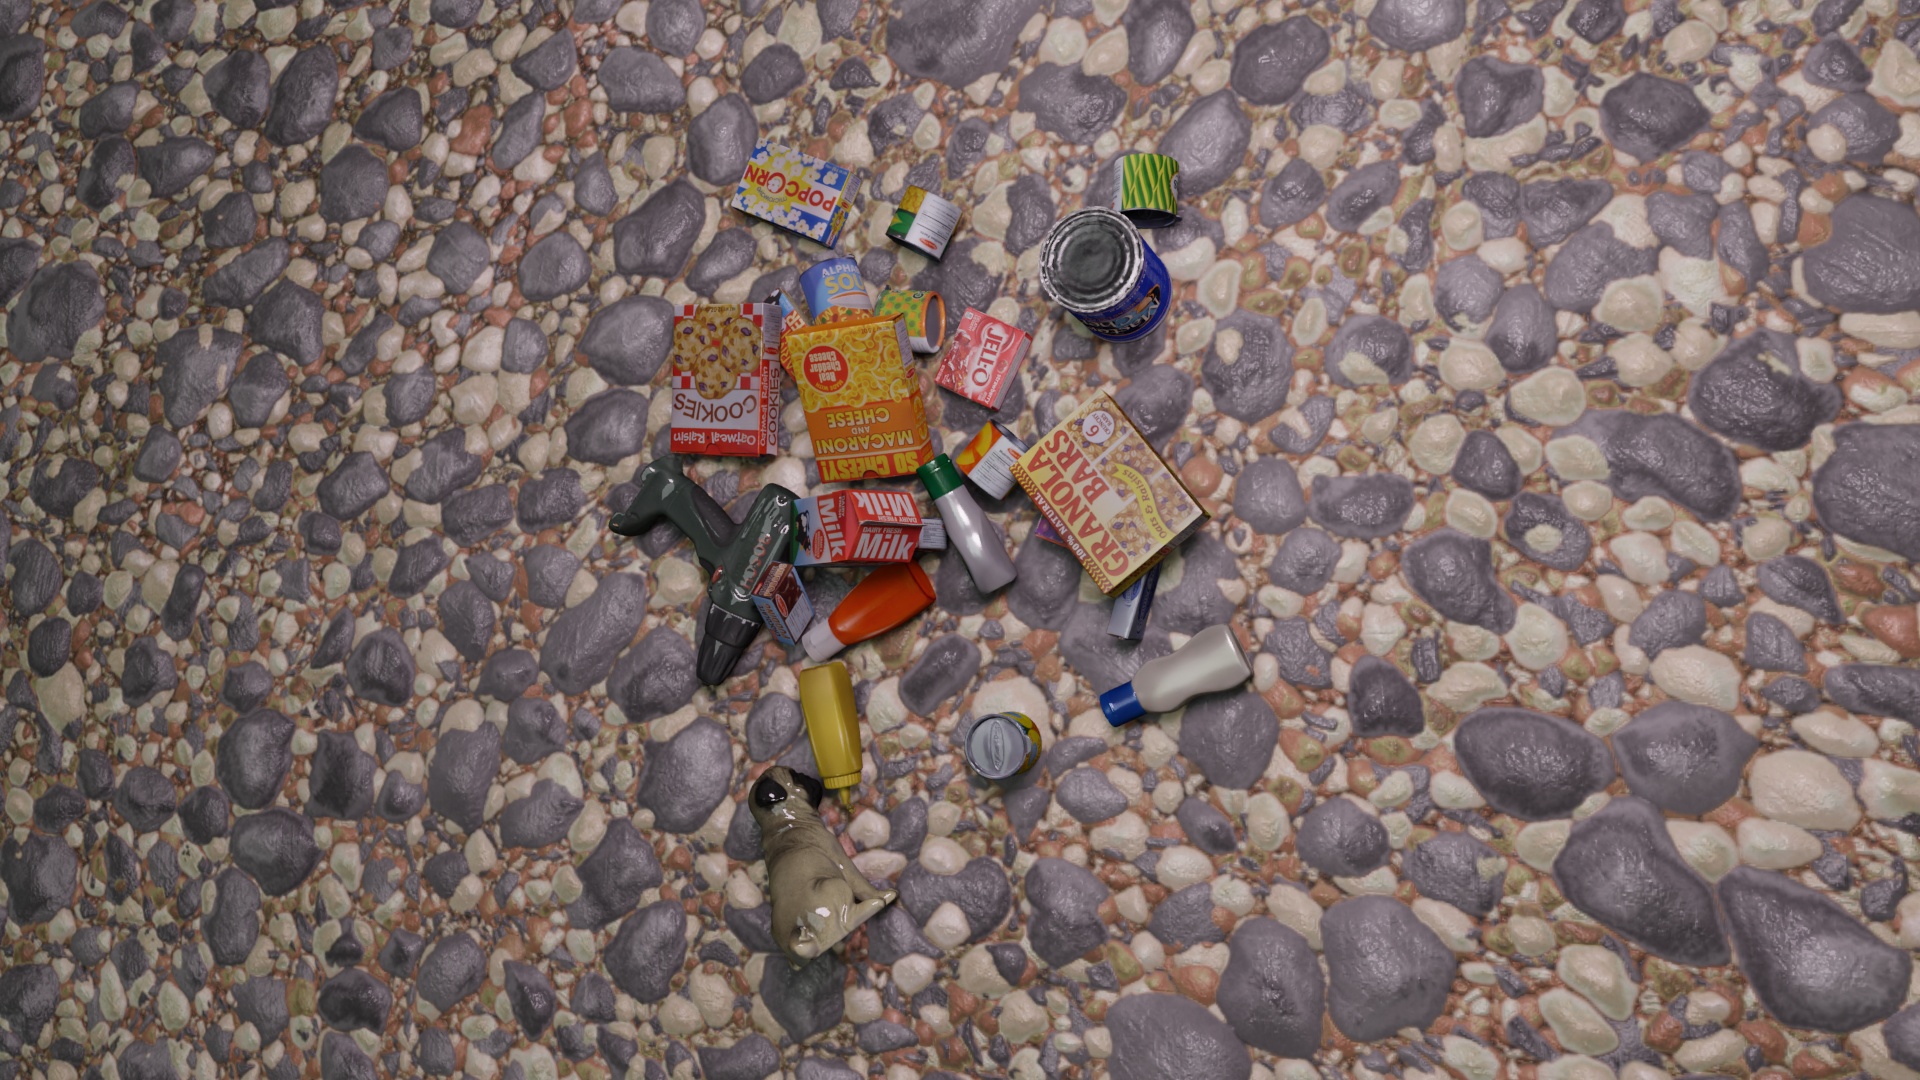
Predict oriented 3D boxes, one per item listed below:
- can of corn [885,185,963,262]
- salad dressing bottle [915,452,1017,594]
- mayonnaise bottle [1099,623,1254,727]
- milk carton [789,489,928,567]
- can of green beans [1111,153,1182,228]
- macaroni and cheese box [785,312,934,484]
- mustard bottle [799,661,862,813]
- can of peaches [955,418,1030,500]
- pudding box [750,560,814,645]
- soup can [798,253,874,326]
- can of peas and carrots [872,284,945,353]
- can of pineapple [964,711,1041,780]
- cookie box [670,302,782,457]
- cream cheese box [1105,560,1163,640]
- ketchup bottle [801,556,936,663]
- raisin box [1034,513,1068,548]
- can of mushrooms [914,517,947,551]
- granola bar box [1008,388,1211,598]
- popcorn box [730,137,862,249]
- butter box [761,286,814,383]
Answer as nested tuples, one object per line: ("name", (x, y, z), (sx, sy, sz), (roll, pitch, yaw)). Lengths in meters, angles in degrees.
("can of corn", (-0.040, -0.338, 1.482), (0.071, 0.071, 0.058), (27, 94, 20))
("salad dressing bottle", (0.005, -0.018, 1.424), (0.044, 0.064, 0.147), (-28, 93, 15))
("mayonnaise bottle", (0.209, 0.137, 1.364), (0.148, 0.041, 0.065), (-28, 75, 16))
("milk carton", (-0.106, -0.011, 1.416), (0.190, 0.072, 0.073), (-6, 82, 60))
("can of green beans", (0.187, -0.352, 1.401), (0.071, 0.071, 0.058), (2, 86, 20))
("macaroni and cheese box", (-0.105, -0.147, 1.465), (0.123, 0.040, 0.166), (-6, 109, 19))
("mustard bottle", (-0.133, 0.210, 1.467), (0.049, 0.065, 0.160), (-12, 85, 14))
("can of peaches", (0.037, -0.084, 1.432), (0.071, 0.071, 0.058), (43, 101, 17))
("pudding box", (-0.188, 0.067, 1.481), (0.030, 0.083, 0.050), (11, 53, 25))
("soup can", (-0.129, -0.256, 1.503), (0.071, 0.071, 0.084), (-24, 79, 16))
("can of peas and carrots", (-0.053, -0.235, 1.476), (0.059, 0.071, 0.071), (5, 87, 19))
("can of pineapple", (0.046, 0.207, 1.406), (0.071, 0.058, 0.071), (-2, 85, 19))
("cookie box", (-0.262, -0.178, 1.542), (0.123, 0.040, 0.167), (4, 93, 27))
("cream cheese box", (0.176, 0.047, 1.376), (0.024, 0.053, 0.103), (16, 90, 24))
("ketchup bottle", (-0.101, 0.077, 1.477), (0.148, 0.043, 0.065), (-34, 75, 14))
("raisin box", (0.138, -0.047, 1.406), (0.086, 0.040, 0.123), (21, 93, 19))
("can of mushrooms", (-0.048, -0.006, 1.455), (0.071, 0.071, 0.033), (-1, 86, 20))
("granola bar box", (0.144, -0.046, 1.353), (0.124, 0.039, 0.166), (-41, 67, 12))
("popcorn box", (-0.183, -0.387, 1.550), (0.127, 0.038, 0.085), (25, 94, 20))
("butter box", (-0.188, -0.227, 1.545), (0.053, 0.024, 0.103), (-41, 74, 13))
